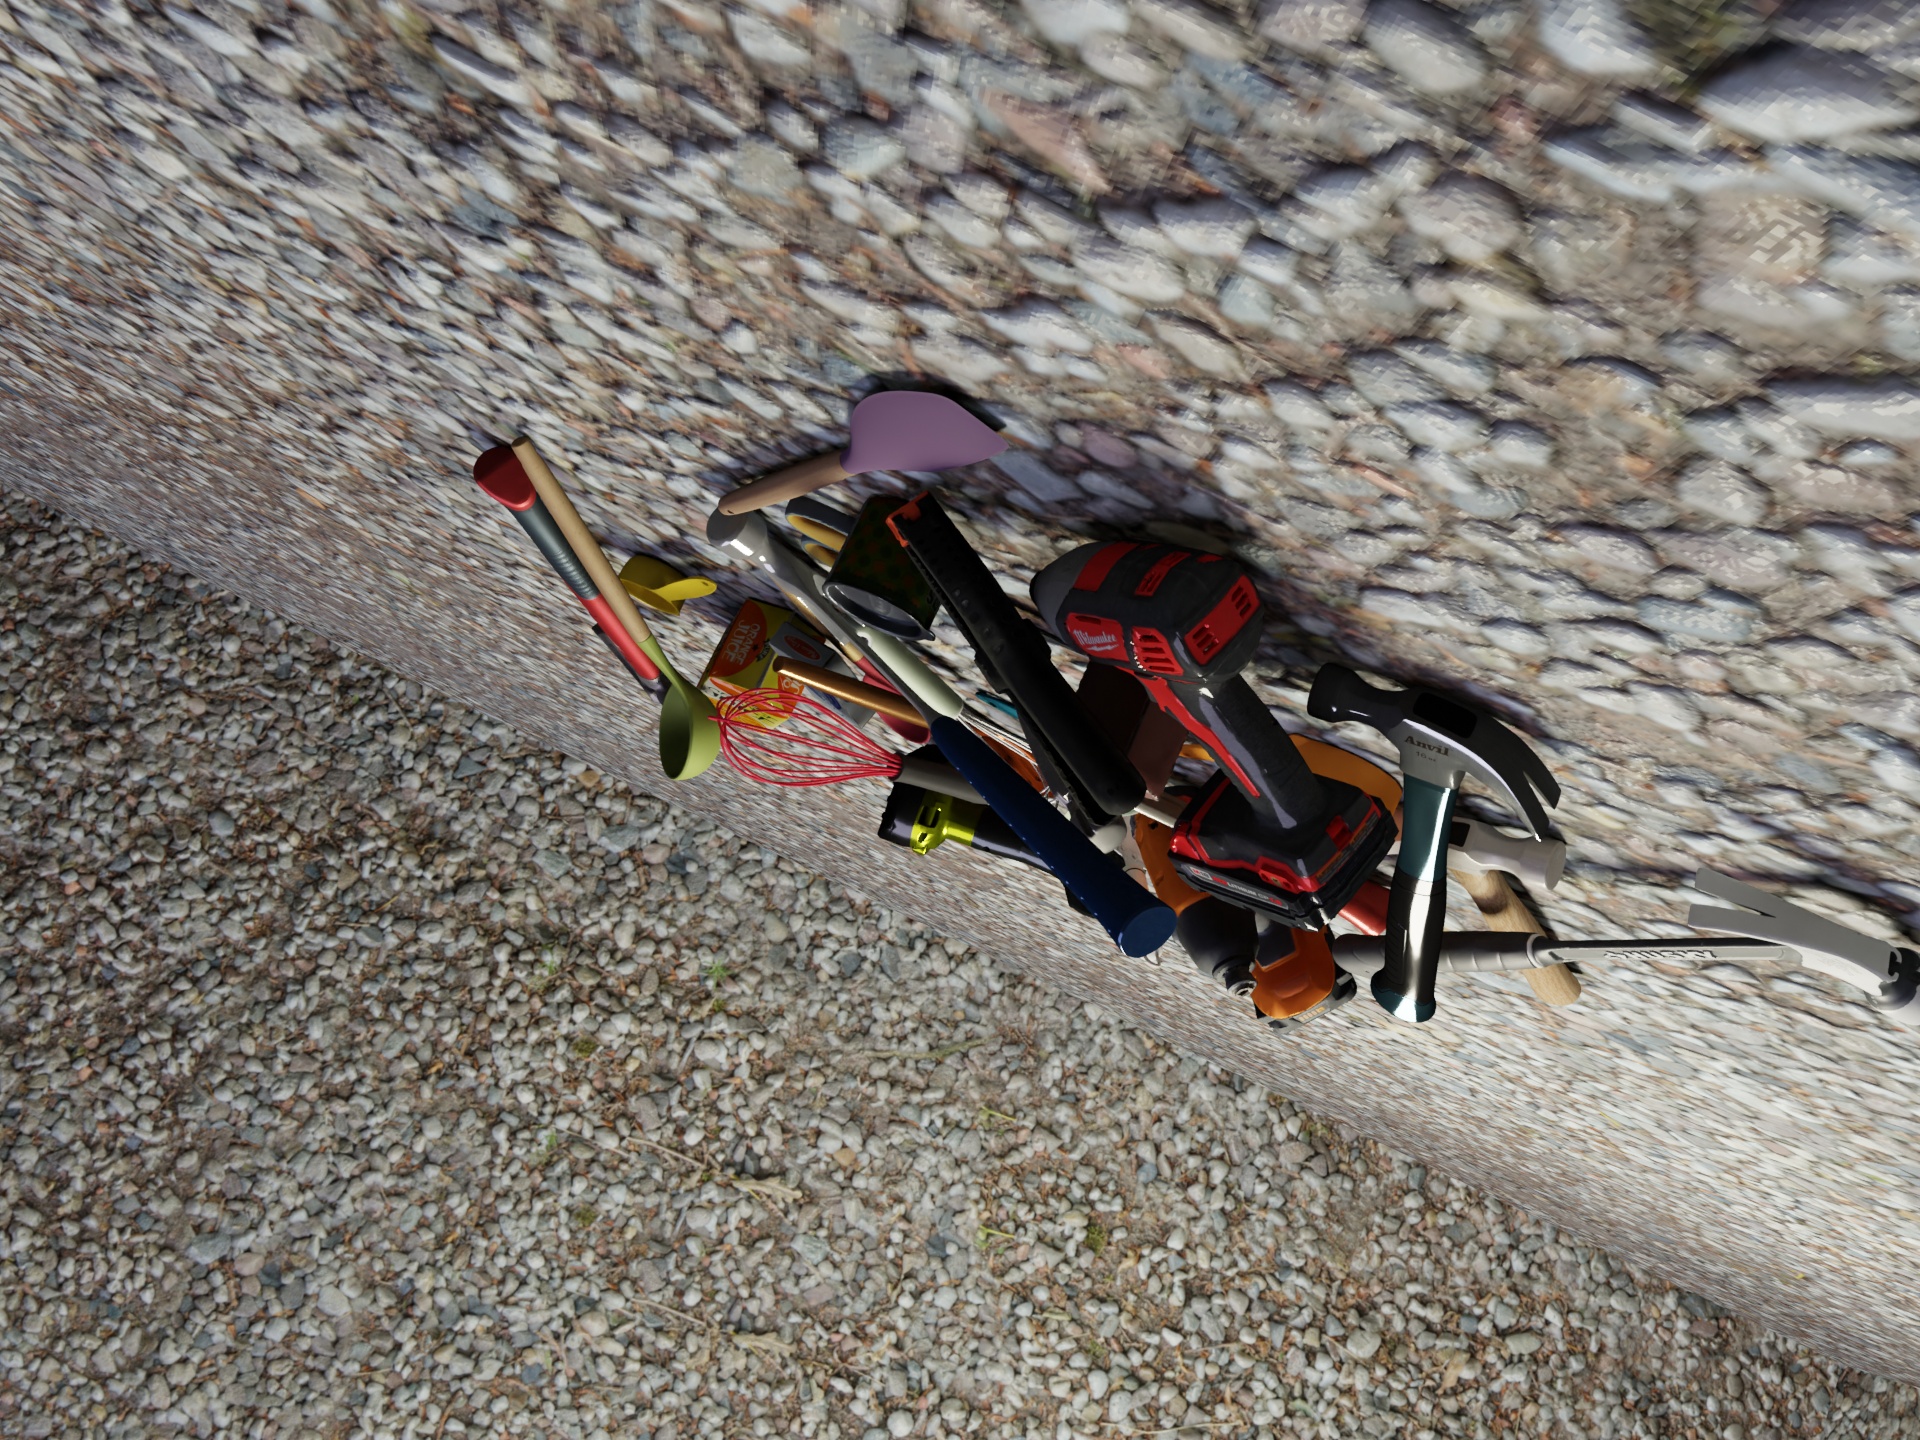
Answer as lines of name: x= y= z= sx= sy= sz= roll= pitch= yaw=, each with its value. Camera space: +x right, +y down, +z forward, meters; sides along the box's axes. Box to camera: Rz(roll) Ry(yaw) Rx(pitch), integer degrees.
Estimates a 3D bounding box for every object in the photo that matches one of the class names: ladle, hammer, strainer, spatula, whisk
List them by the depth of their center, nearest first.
spatula: x=-0.071 y=-0.138 z=0.858 sx=0.059 sy=0.018 sz=0.316 roll=32 pitch=164 yaw=-24
hammer: x=0.264 y=0.090 z=0.918 sx=0.128 sy=0.033 sz=0.330 roll=20 pitch=151 yaw=24
hammer: x=-0.011 y=0.001 z=0.946 sx=0.406 sy=0.035 sz=0.143 roll=45 pitch=-175 yaw=40
hammer: x=0.362 y=0.140 z=0.971 sx=0.149 sy=0.036 sz=0.409 roll=24 pitch=163 yaw=-19
hammer: x=0.368 y=0.133 z=1.075 sx=0.130 sy=0.031 sz=0.331 roll=15 pitch=164 yaw=37
hammer: x=0.184 y=0.076 z=1.105 sx=0.358 sy=0.036 sz=0.149 roll=25 pitch=-149 yaw=-37
ladle: x=-0.090 y=-0.061 z=1.185 sx=0.069 sy=0.031 sz=0.315 roll=26 pitch=167 yaw=30
whisk: x=-0.002 y=-0.004 z=1.186 sx=0.058 sy=0.059 sz=0.246 roll=-19 pitch=132 yaw=38
ladle: x=-0.262 y=-0.077 z=1.198 sx=0.078 sy=0.062 sz=0.319 roll=52 pitch=170 yaw=49
spatula: x=-0.027 y=0.006 z=1.225 sx=0.081 sy=0.041 sz=0.322 roll=14 pitch=176 yaw=43
whisk: x=-0.065 y=0.032 z=1.225 sx=0.295 sy=0.073 sz=0.073 roll=16 pitch=175 yaw=-37
strainer: x=0.135 y=0.116 z=1.232 sx=0.086 sy=0.050 sz=0.259 roll=34 pitch=-160 yaw=-16
hammer: x=-0.318 y=-0.119 z=1.320 sx=0.143 sy=0.038 sz=0.386 roll=47 pitch=170 yaw=23

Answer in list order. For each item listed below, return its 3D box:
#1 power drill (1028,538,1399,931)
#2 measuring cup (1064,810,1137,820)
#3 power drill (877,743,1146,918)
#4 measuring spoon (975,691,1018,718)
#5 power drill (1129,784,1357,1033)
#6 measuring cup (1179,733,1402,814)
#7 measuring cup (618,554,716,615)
power drill: x=0.122 y=-0.001 z=0.815 sx=0.143 sy=0.078 sz=0.219 roll=17 pitch=148 yaw=55
measuring cup: x=0.097 y=0.051 z=1.187 sx=0.083 sy=0.038 sz=0.167 roll=24 pitch=156 yaw=4
power drill: x=0.054 y=0.098 z=1.386 sx=0.223 sy=0.080 sz=0.171 roll=21 pitch=-170 yaw=10
measuring spoon: x=0.065 y=0.015 z=1.201 sx=0.128 sy=0.021 sz=0.042 roll=27 pitch=167 yaw=-5
power drill: x=0.218 y=0.159 z=1.202 sx=0.226 sy=0.084 sz=0.164 roll=38 pitch=-154 yaw=-47
measuring cup: x=0.194 y=0.048 z=1.014 sx=0.174 sy=0.052 sz=0.095 roll=8 pitch=159 yaw=47
measuring cup: x=-0.220 y=-0.111 z=1.237 sx=0.062 sy=0.029 sz=0.156 roll=32 pitch=163 yaw=-28
